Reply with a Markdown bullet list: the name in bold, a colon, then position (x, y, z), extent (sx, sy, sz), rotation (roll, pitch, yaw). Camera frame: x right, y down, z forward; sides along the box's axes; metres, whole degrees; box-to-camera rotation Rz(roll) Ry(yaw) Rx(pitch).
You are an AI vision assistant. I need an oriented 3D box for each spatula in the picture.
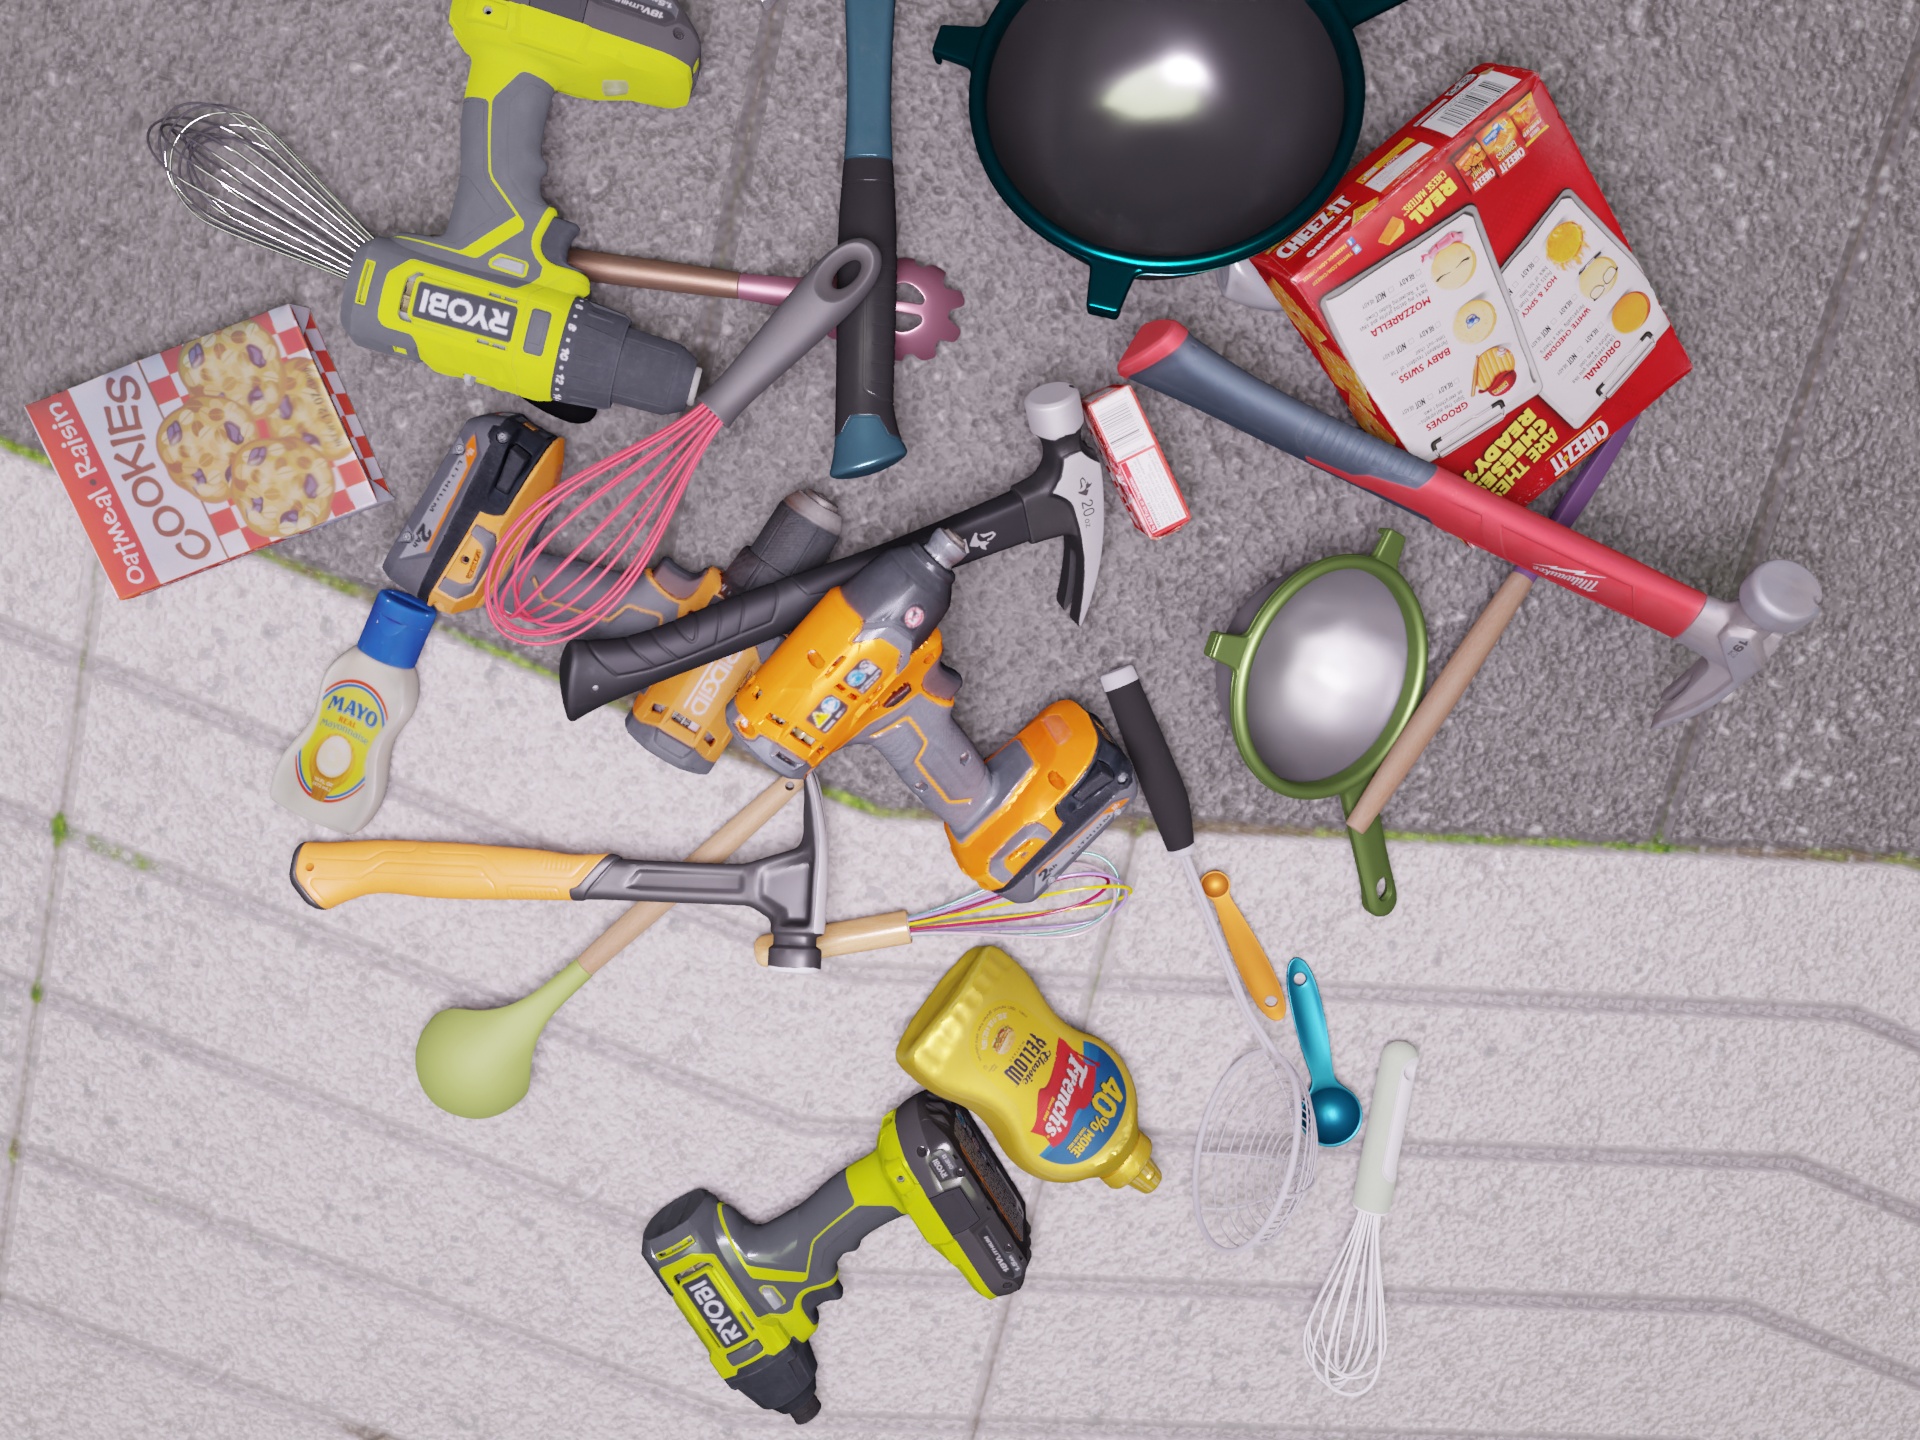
- **spatula**: position (0.326, -0.066, 0.963), extent (0.018, 0.059, 0.316), rotation (34, 92, 19)

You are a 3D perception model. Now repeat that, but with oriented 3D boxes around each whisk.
- **whisk**: position (-0.334, -0.260, 0.923), extent (0.284, 0.070, 0.070), rotation (33, 99, -13)
- **whisk**: position (-0.012, 0.125, 1.012), extent (0.245, 0.047, 0.051), rotation (-10, 98, 4)
- **whisk**: position (0.273, 0.332, 1.061), extent (0.057, 0.059, 0.246), rotation (3, 99, -41)
- **whisk**: position (-0.150, -0.155, 0.870), extent (0.073, 0.073, 0.296), rotation (44, 89, -9)

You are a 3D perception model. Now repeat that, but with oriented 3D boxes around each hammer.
- **hammer**: position (-0.248, 0.088, 0.983), extent (0.337, 0.034, 0.127), rotation (1, 80, 6)
- **hammer**: position (0.264, -0.118, 0.899), extent (0.386, 0.143, 0.038), rotation (27, 65, 7)
- **hammer**: position (-0.071, -0.073, 0.917), extent (0.335, 0.035, 0.146), rotation (-22, 127, -9)
- **hammer**: position (-0.051, -0.303, 0.902), extent (0.128, 0.033, 0.331), rotation (1, 90, 1)

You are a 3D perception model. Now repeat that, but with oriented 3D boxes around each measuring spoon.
- **measuring spoon**: position (0.186, 0.147, 1.040), extent (0.021, 0.011, 0.117), rotation (-24, 105, 12)
- **measuring spoon**: position (0.234, 0.218, 1.054), extent (0.042, 0.021, 0.128), rotation (-13, 92, -1)

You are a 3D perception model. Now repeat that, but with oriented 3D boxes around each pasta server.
- **pasta server**: position (-0.156, -0.260, 0.941), extent (0.316, 0.040, 0.060), rotation (8, 101, 1)

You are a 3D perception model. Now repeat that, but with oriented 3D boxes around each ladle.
- **ladle**: position (-0.218, 0.136, 1.015), extent (0.320, 0.062, 0.078), rotation (-42, 98, -1)

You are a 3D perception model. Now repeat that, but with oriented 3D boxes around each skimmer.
- **skimmer**: position (0.136, 0.148, 0.996), extent (0.090, 0.127, 0.363), rotation (-22, 94, -16)

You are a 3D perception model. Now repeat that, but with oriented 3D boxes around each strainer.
- **strainer**: position (0.168, -0.358, 0.894), extent (0.340, 0.095, 0.211), rotation (-28, 78, -4)
- **strainer**: position (0.223, 0.011, 0.992), extent (0.151, 0.069, 0.256), rotation (-31, 120, -19)

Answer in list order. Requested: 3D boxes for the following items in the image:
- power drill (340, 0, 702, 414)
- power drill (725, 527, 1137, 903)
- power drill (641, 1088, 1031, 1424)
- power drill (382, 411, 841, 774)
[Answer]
- **power drill**: position (-0.220, -0.290, 0.884), extent (0.190, 0.080, 0.228), rotation (14, 91, -11)
- **power drill**: position (-0.001, -0.003, 0.922), extent (0.226, 0.084, 0.164), rotation (35, 104, -34)
- **power drill**: position (-0.072, 0.353, 1.041), extent (0.223, 0.080, 0.171), rotation (-30, 100, 8)
- **power drill**: position (-0.198, -0.098, 0.945), extent (0.226, 0.084, 0.185), rotation (32, 98, -12)
